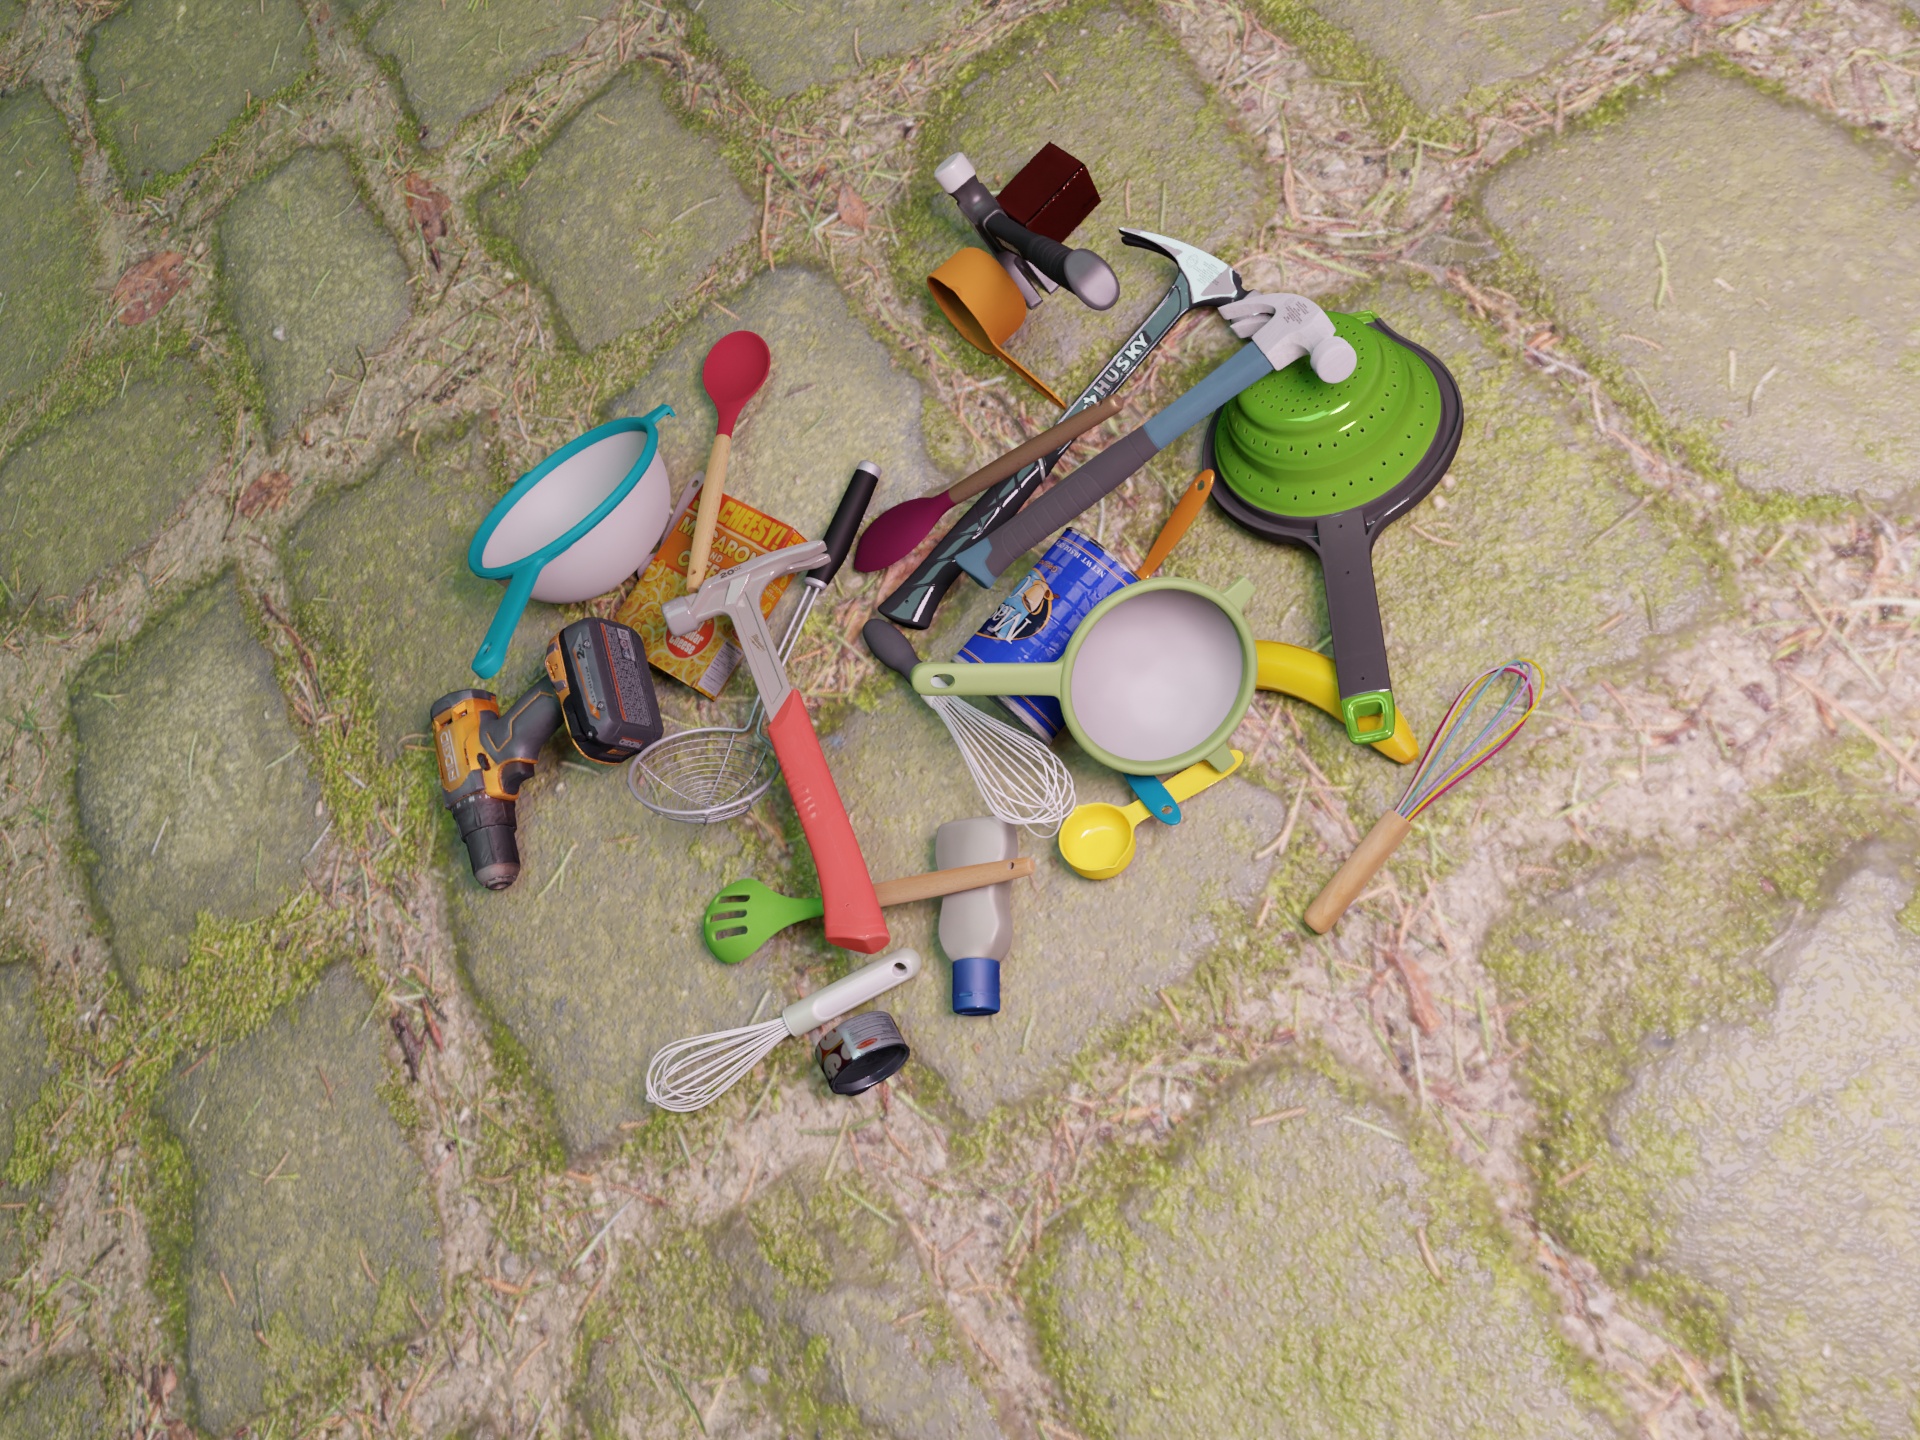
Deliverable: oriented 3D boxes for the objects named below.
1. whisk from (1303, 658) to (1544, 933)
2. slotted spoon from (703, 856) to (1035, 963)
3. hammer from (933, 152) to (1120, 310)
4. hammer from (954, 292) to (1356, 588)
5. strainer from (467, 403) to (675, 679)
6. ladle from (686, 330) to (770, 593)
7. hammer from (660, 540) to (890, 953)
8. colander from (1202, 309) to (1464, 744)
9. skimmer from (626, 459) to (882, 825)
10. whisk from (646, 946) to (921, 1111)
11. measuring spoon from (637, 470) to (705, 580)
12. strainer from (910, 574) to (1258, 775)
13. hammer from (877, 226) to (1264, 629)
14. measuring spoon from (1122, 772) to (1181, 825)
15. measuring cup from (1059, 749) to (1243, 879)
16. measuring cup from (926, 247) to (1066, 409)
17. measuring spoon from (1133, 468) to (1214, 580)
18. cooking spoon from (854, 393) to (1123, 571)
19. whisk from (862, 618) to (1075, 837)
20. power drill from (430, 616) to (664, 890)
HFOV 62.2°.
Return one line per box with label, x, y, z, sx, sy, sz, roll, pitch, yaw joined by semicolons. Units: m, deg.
whisk;0.326;0.053;1.121;0.047;0.051;0.245;39;91;25
slotted spoon;-0.082;0.138;1.243;0.314;0.031;0.070;-14;63;28
hammer;0.065;-0.373;1.277;0.035;0.146;0.335;-39;27;6
hammer;0.133;-0.204;1.197;0.331;0.033;0.128;-35;39;16
strainer;-0.347;-0.133;1.417;0.211;0.095;0.341;-20;38;25
ladle;-0.219;-0.239;1.450;0.069;0.031;0.316;-6;53;14
hammer;-0.121;0.019;1.267;0.149;0.036;0.359;-22;62;-3
colander;0.274;-0.173;1.178;0.204;0.094;0.397;-12;58;20
skimmer;-0.162;-0.075;1.357;0.127;0.090;0.363;17;77;29
whisk;-0.140;0.240;1.246;0.246;0.059;0.057;-28;99;6
measuring spoon;-0.271;-0.183;1.492;0.034;0.018;0.124;16;76;28
strainer;0.087;-0.039;1.167;0.256;0.069;0.151;-1;110;-11
hammer;0.075;-0.237;1.339;0.149;0.036;0.409;43;93;14
measuring spoon;0.131;0.033;1.206;0.042;0.021;0.129;-29;45;-6
measuring cup;0.148;0.069;1.207;0.156;0.029;0.062;-29;54;-3
measuring cup;0.047;-0.344;1.394;0.052;0.095;0.174;-44;77;-4
measuring spoon;0.166;-0.151;1.265;0.021;0.011;0.117;50;118;37
cooking spoon;0.012;-0.194;1.296;0.319;0.017;0.069;-23;47;44
whisk;-0.002;-0.005;1.273;0.070;0.070;0.285;-45;51;1
power drill;-0.370;0.031;1.401;0.226;0.084;0.185;-27;68;25
